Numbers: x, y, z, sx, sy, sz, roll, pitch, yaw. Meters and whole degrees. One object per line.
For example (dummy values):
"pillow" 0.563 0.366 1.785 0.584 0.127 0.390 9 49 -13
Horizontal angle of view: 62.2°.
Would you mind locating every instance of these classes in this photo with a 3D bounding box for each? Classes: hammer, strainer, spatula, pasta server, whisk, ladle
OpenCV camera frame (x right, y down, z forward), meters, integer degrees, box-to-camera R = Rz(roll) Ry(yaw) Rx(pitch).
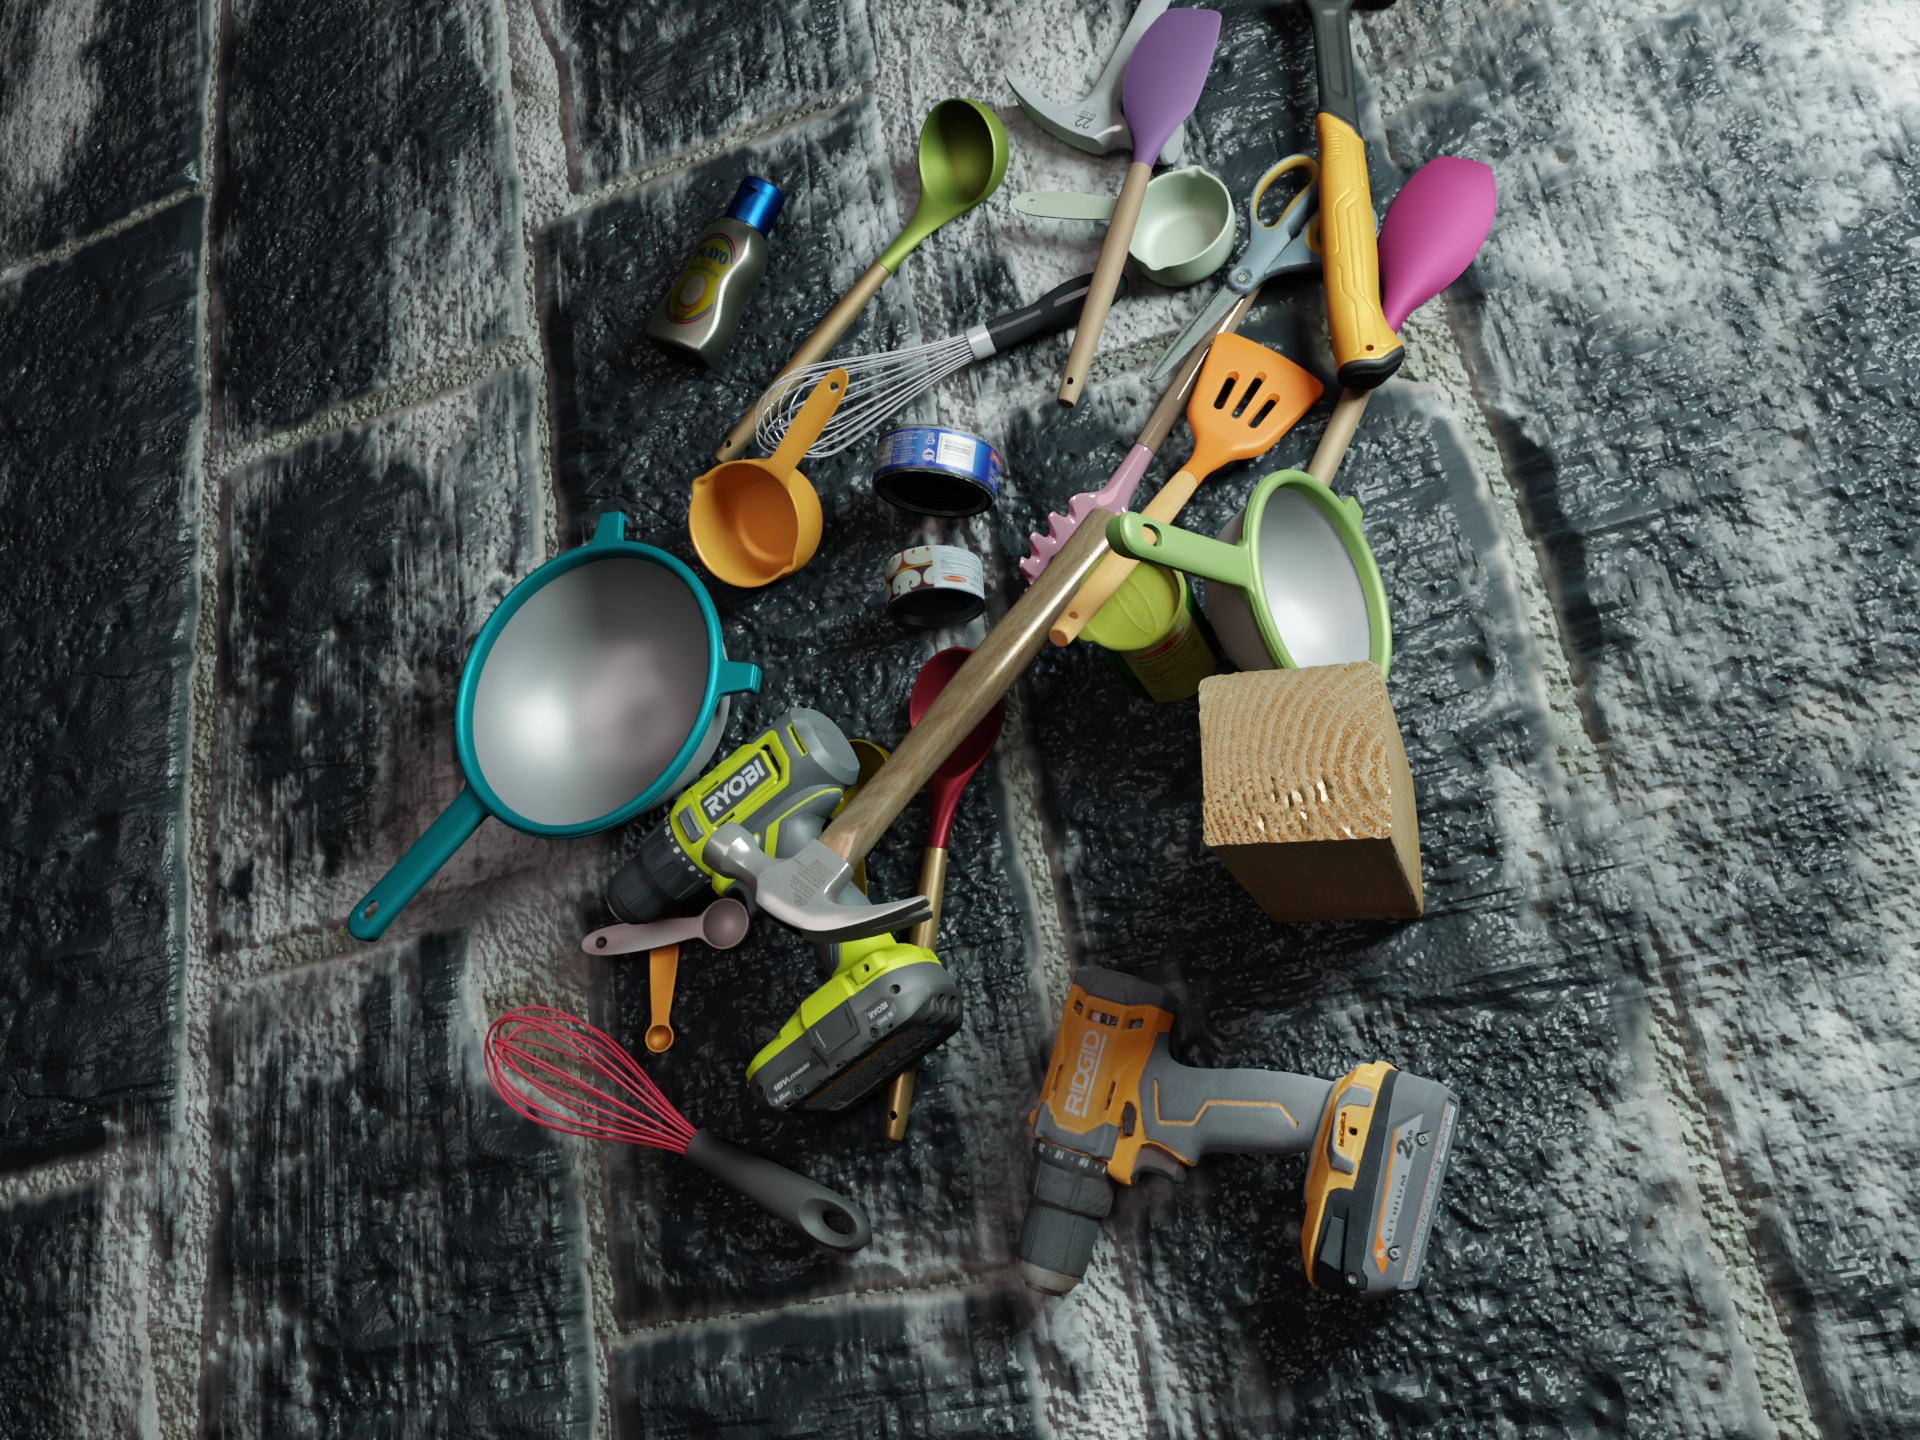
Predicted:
"hammer" 0.242 -0.369 1.044 0.127 0.034 0.337 0 70 -1
"strainer" -0.281 0.035 1.104 0.340 0.095 0.211 -46 61 4
"spatula" 0.129 -0.139 0.950 0.081 0.041 0.323 31 46 9
"pasta server" 0.137 -0.204 1.054 0.060 0.040 0.316 32 84 5
"hammer" -0.002 -0.003 0.965 0.130 0.031 0.331 34 73 21
"whisk" -0.015 -0.253 1.121 0.284 0.070 0.070 -21 67 9
"whisk" -0.186 0.263 1.016 0.296 0.073 0.073 23 82 19
"ladle" -0.018 0.108 1.018 0.069 0.031 0.315 2 76 26
"spatula" 0.113 -0.354 1.079 0.060 0.018 0.316 12 75 20
"ladle" -0.079 -0.317 1.163 0.078 0.062 0.320 42 93 27
"strainer" 0.152 -0.074 0.909 0.069 0.256 0.151 -19 70 42
"hammer" 0.171 -0.596 1.169 0.144 0.035 0.405 22 82 25

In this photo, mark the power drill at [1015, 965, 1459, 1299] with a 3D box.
"power drill" 0.142 0.252 0.883 0.226 0.084 0.185 12 78 28

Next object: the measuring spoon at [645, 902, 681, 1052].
"measuring spoon" -0.199 0.167 1.077 0.021 0.011 0.117 -4 68 9

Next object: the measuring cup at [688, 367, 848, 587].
"measuring cup" -0.117 -0.171 1.101 0.095 0.052 0.173 41 112 9

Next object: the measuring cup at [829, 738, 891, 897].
"measuring cup" -0.065 0.091 1.044 0.062 0.029 0.156 -5 80 25

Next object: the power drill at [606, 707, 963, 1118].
"power drill" -0.117 0.130 1.001 0.190 0.080 0.229 -38 63 13

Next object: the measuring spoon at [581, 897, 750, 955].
"measuring spoon" -0.197 0.144 1.074 0.124 0.018 0.034 -10 69 14

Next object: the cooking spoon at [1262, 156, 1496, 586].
"cooking spoon" 0.264 -0.228 1.024 0.069 0.017 0.319 21 81 27

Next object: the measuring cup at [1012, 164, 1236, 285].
"measuring cup" 0.114 -0.346 1.110 0.168 0.038 0.083 17 79 29
